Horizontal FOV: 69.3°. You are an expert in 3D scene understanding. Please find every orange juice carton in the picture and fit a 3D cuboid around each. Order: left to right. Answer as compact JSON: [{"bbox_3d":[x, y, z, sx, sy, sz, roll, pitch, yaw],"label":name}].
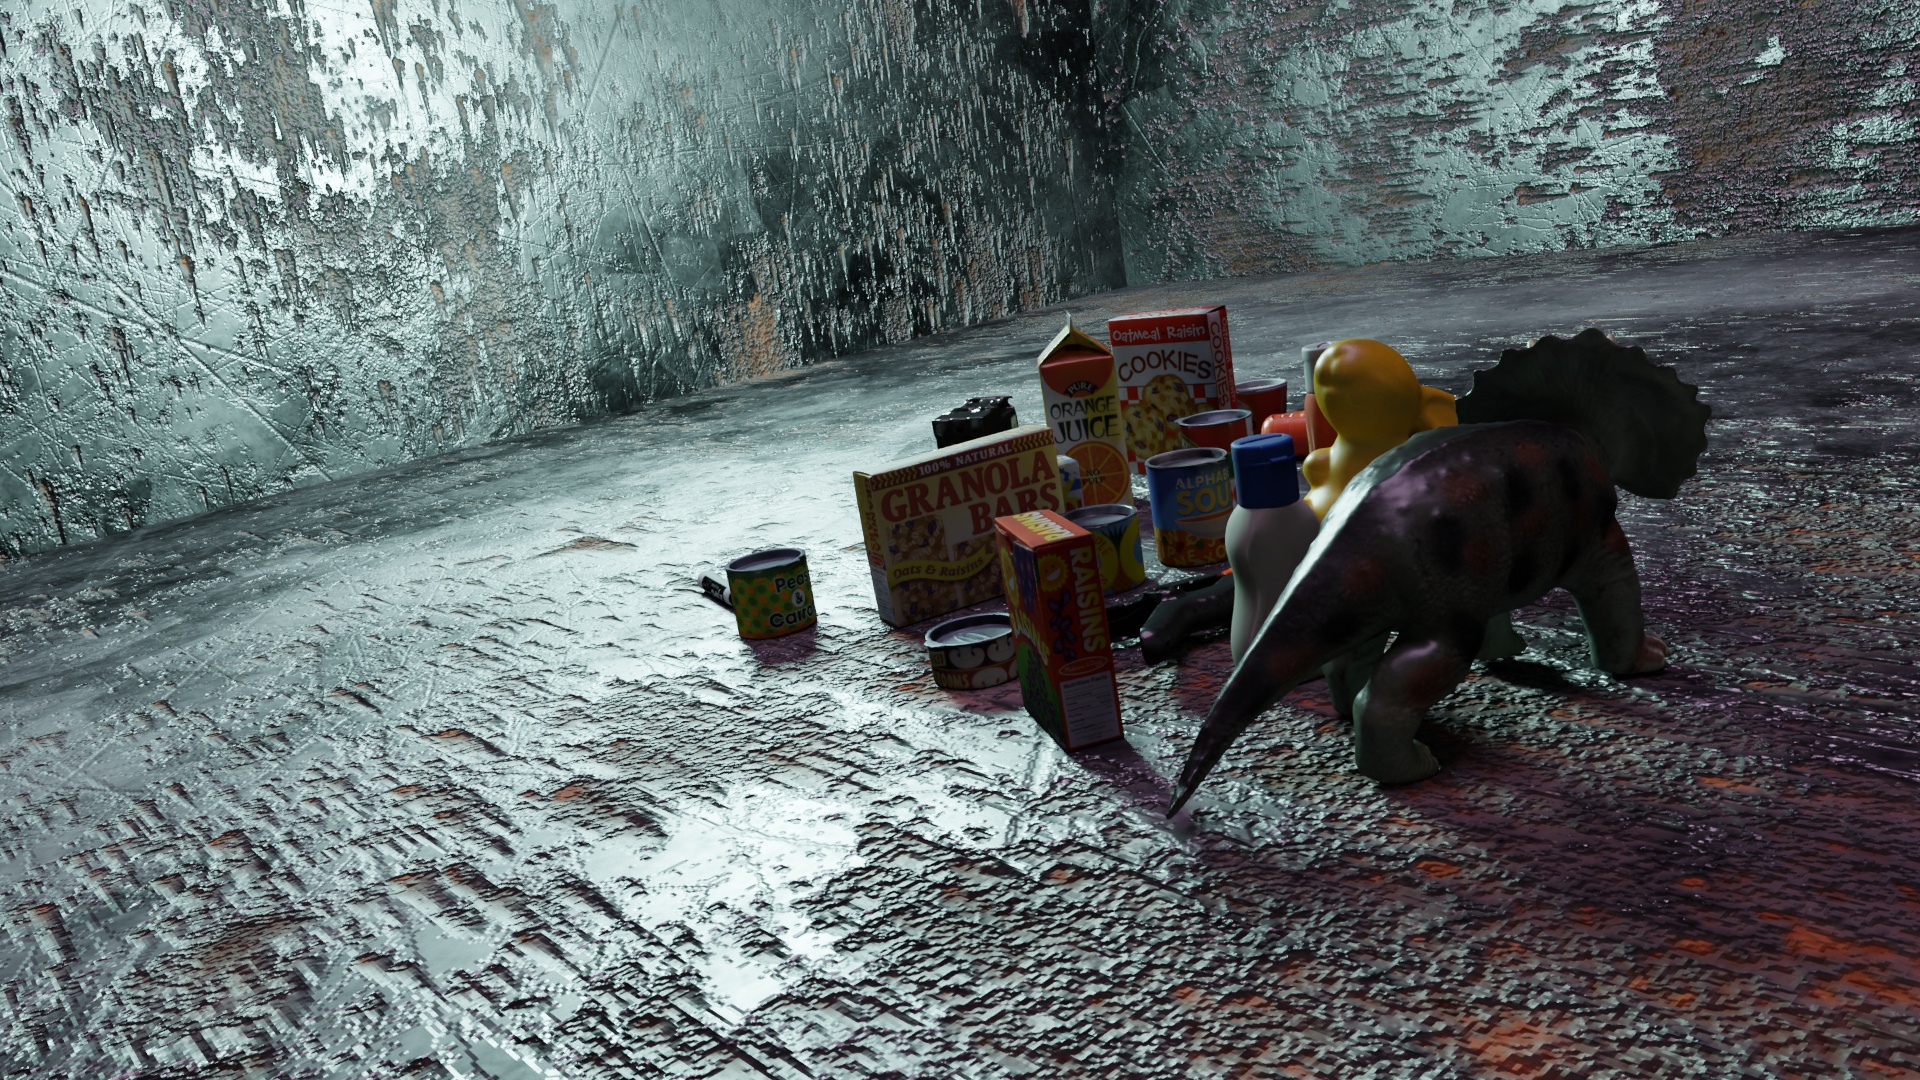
[{"bbox_3d":[0.117,-0.123,1.331,0.073,0.192,0.072,-8,13,5],"label":"orange juice carton"}]

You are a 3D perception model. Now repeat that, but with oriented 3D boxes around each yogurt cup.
[{"bbox_3d":[0.344,-0.154,1.595,0.072,0.053,0.072,-9,13,2],"label":"yogurt cup"}]

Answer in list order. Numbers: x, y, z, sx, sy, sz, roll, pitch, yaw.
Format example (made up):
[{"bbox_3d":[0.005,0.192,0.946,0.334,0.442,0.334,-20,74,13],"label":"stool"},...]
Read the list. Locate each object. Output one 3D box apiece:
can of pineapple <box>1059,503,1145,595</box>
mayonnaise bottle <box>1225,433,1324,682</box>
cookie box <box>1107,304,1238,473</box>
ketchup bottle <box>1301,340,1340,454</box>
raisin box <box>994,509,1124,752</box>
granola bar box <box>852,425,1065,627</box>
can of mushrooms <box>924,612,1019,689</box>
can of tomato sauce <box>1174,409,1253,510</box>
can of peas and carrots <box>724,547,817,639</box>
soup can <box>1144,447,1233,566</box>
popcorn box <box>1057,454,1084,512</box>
[{"bbox_3d":[0.109,0.008,1.090,0.071,0.057,0.071,-9,13,2],"label":"can of pineapple"},{"bbox_3d":[0.188,0.011,0.830,0.065,0.147,0.041,-13,14,-15],"label":"mayonnaise bottle"},{"bbox_3d":[0.223,-0.154,1.439,0.123,0.167,0.040,3,18,42],"label":"cookie box"},{"bbox_3d":[0.311,-0.090,1.157,0.043,0.148,0.065,-4,14,23],"label":"ketchup bottle"},{"bbox_3d":[0.056,0.050,0.815,0.040,0.123,0.086,-12,13,-11],"label":"raisin box"},{"bbox_3d":[0.004,-0.014,1.108,0.166,0.124,0.039,-16,15,-26],"label":"granola bar box"},{"bbox_3d":[0.009,0.075,0.937,0.071,0.033,0.071,-9,14,2],"label":"can of mushrooms"},{"bbox_3d":[0.237,-0.073,1.278,0.071,0.083,0.071,-9,13,2],"label":"can of tomato sauce"},{"bbox_3d":[-0.151,0.042,1.123,0.071,0.058,0.071,-9,13,2],"label":"can of peas and carrots"},{"bbox_3d":[0.189,-0.027,1.122,0.071,0.083,0.071,-9,13,2],"label":"soup can"},{"bbox_3d":[0.043,-0.017,1.179,0.127,0.085,0.038,-13,14,-16],"label":"popcorn box"}]
